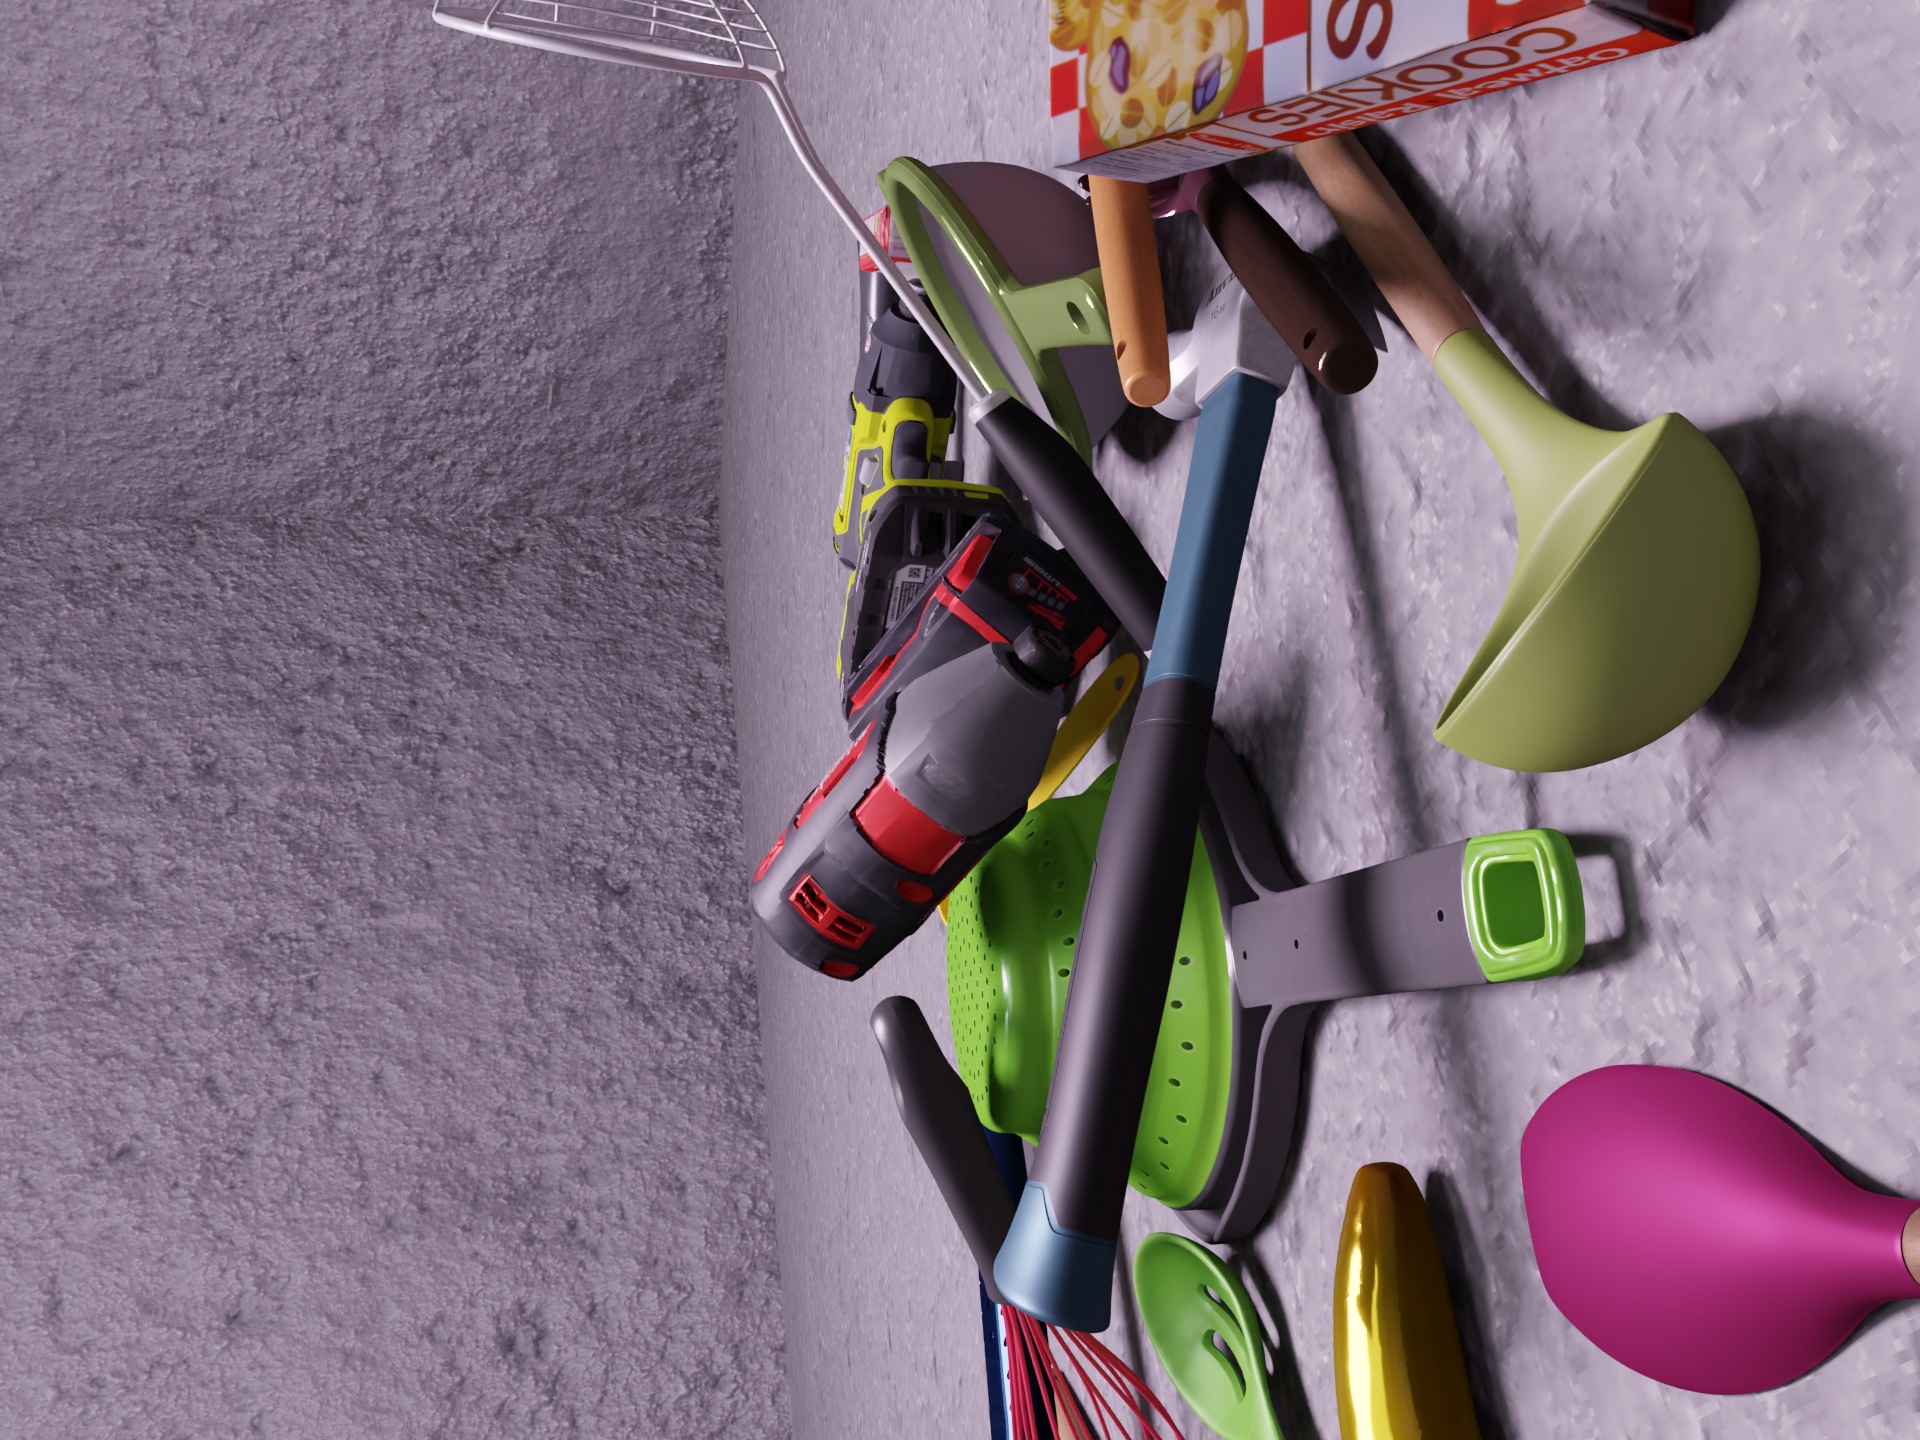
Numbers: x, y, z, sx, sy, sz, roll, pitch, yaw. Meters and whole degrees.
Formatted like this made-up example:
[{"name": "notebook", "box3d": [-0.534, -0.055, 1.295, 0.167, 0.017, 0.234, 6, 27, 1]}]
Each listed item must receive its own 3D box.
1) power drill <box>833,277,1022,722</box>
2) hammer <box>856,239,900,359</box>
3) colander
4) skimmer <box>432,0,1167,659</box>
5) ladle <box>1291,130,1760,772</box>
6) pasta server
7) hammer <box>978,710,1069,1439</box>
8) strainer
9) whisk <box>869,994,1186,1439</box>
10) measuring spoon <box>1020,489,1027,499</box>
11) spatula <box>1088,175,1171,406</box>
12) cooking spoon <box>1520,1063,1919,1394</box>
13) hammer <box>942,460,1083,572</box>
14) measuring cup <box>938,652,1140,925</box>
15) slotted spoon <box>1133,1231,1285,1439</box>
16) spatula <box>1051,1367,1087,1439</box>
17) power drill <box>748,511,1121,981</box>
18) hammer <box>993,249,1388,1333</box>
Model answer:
[{"name": "power drill", "box3d": [-0.025, -0.111, 0.822, 0.223, 0.080, 0.171, -101, 18, -50]}, {"name": "hammer", "box3d": [-0.051, -0.102, 1.028, 0.149, 0.036, 0.409, -134, 43, -73]}, {"name": "colander", "box3d": [0.065, 0.082, 0.540, 0.397, 0.094, 0.205, 132, 135, -73]}, {"name": "skimmer", "box3d": [-0.048, -0.152, 0.606, 0.363, 0.090, 0.127, 52, -156, -6]}, {"name": "ladle", "box3d": [0.109, -0.111, 0.408, 0.321, 0.062, 0.078, -100, 28, -45]}, {"name": "pasta server", "box3d": [0.075, -0.154, 0.480, 0.316, 0.040, 0.060, -91, 24, -61]}, {"name": "hammer", "box3d": [0.016, 0.175, 0.759, 0.144, 0.035, 0.406, -36, 50, 45]}, {"name": "strainer", "box3d": [0.044, -0.167, 0.609, 0.151, 0.069, 0.256, 58, 177, -16]}, {"name": "whisk", "box3d": [0.028, 0.227, 0.600, 0.073, 0.073, 0.295, -129, 16, -70]}, {"name": "measuring spoon", "box3d": [0.045, -0.124, 0.807, 0.124, 0.018, 0.034, -135, 44, -82]}, {"name": "spatula", "box3d": [0.056, -0.208, 0.528, 0.081, 0.041, 0.323, 121, 156, -45]}, {"name": "cooking spoon", "box3d": [0.168, 0.082, 0.242, 0.319, 0.017, 0.069, 126, 140, -71]}, {"name": "hammer", "box3d": [0.015, -0.081, 0.892, 0.335, 0.035, 0.146, -158, 66, -77]}, {"name": "measuring cup", "box3d": [0.043, 0.036, 0.720, 0.156, 0.029, 0.062, -55, 42, 19]}, {"name": "slotted spoon", "box3d": [0.119, 0.271, 0.480, 0.314, 0.031, 0.070, -121, 30, -62]}, {"name": "spatula", "box3d": [0.063, 0.376, 0.693, 0.317, 0.082, 0.044, -140, 72, -80]}, {"name": "power drill", "box3d": [-0.001, -0.002, 0.617, 0.143, 0.078, 0.220, -50, 6, 21]}, {"name": "hammer", "box3d": [0.061, 0.005, 0.469, 0.128, 0.033, 0.331, 143, 143, -68]}]
